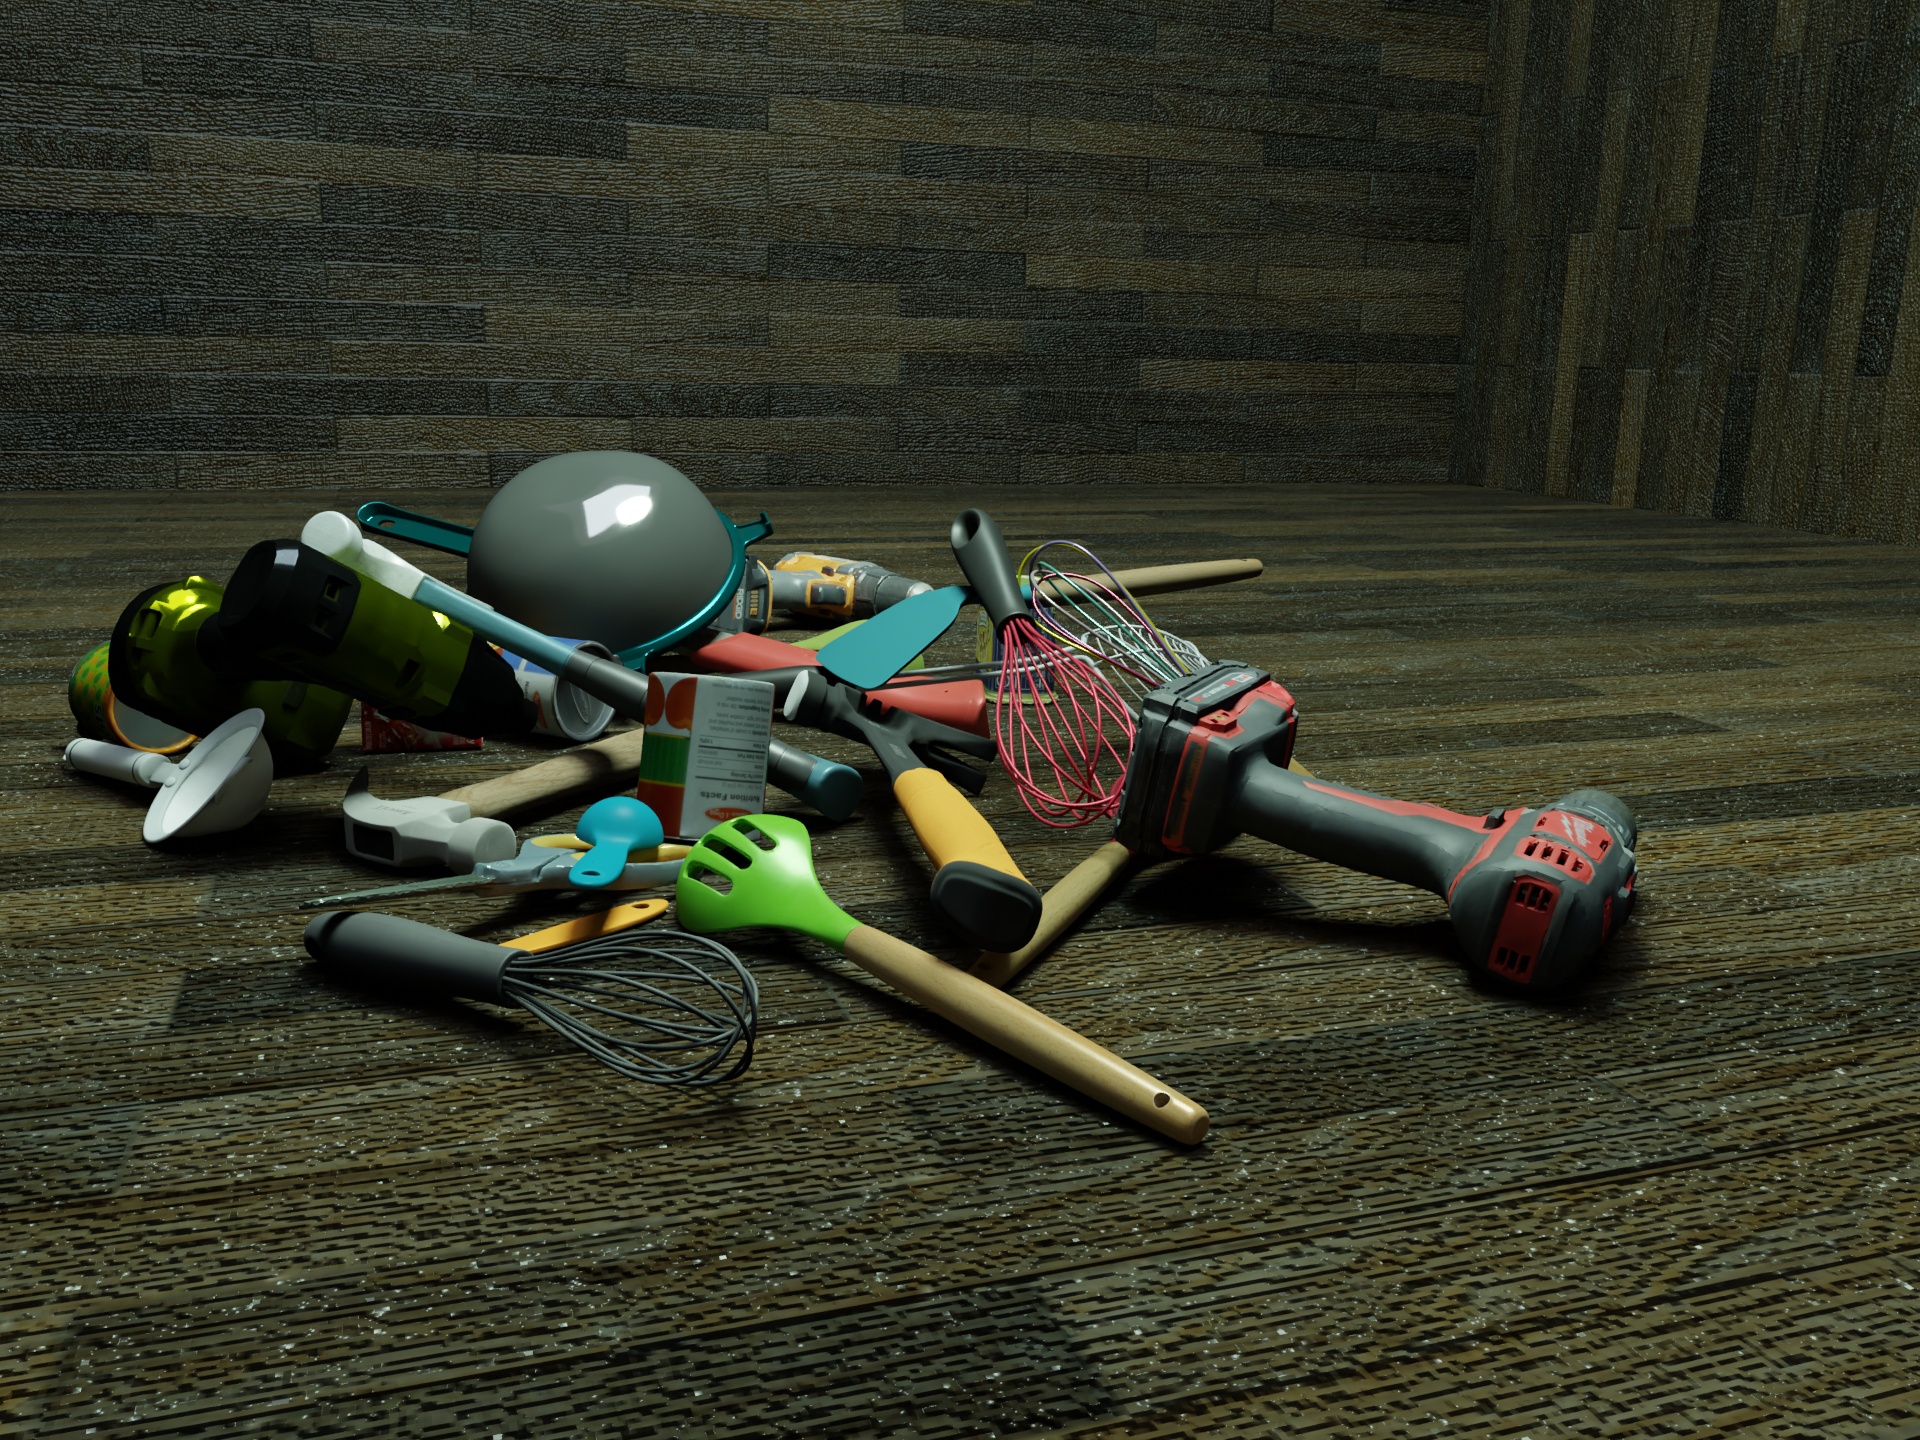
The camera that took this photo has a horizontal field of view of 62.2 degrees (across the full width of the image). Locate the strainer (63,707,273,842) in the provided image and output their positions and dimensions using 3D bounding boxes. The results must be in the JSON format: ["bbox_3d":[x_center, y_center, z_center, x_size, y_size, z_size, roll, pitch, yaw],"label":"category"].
[{"bbox_3d":[-0.439,0.028,0.877,0.258,0.050,0.087,6,56,41],"label":"strainer"}]

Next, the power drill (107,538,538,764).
[{"bbox_3d":[-0.354,-0.028,0.881,0.223,0.080,0.171,-3,-26,41],"label":"power drill"}]

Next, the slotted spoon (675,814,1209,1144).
[{"bbox_3d":[-0.024,0.096,0.637,0.314,0.031,0.070,20,59,45],"label":"slotted spoon"}]

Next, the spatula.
[{"bbox_3d":[0.064,-0.071,1.012,0.317,0.044,0.082,-10,20,-28],"label":"spatula"}]

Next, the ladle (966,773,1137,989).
[{"bbox_3d":[0.068,0.073,0.770,0.069,0.031,0.315,12,18,22],"label":"ladle"}]

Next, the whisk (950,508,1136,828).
[{"bbox_3d":[0.037,-0.040,0.882,0.073,0.073,0.296,-2,36,-14],"label":"whisk"}]

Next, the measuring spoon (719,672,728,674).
[{"bbox_3d":[-0.180,-0.031,1.224,0.124,0.018,0.034,8,5,-2],"label":"measuring spoon"}]

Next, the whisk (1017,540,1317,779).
[{"bbox_3d":[0.123,-0.019,0.923,0.047,0.051,0.245,-41,68,-16],"label":"whisk"}]

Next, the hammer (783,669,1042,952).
[{"bbox_3d":[-0.009,0.041,0.772,0.127,0.034,0.337,21,8,-15],"label":"hammer"}]

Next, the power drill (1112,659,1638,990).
[{"bbox_3d":[0.208,0.043,0.761,0.227,0.080,0.188,20,21,26],"label":"power drill"}]

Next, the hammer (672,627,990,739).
[{"bbox_3d":[-0.145,-0.037,1.117,0.359,0.036,0.149,16,48,24],"label":"hammer"}]

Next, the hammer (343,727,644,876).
[{"bbox_3d":[-0.216,0.027,0.923,0.130,0.031,0.331,8,14,25],"label":"hammer"}]

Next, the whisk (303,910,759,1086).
[{"bbox_3d":[-0.170,0.096,0.602,0.239,0.055,0.055,4,13,32],"label":"whisk"}]

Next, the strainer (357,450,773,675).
[{"bbox_3d":[-0.324,-0.148,1.172,0.340,0.095,0.211,15,48,22],"label":"strainer"}]

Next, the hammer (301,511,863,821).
[{"bbox_3d":[-0.207,-0.025,0.901,0.331,0.033,0.128,25,-9,11],"label":"hammer"}]

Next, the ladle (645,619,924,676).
[{"bbox_3d":[-0.187,-0.031,1.183,0.320,0.062,0.078,-6,13,-3],"label":"ladle"}]

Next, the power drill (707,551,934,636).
[{"bbox_3d":[-0.148,-0.113,1.439,0.185,0.084,0.226,14,14,38],"label":"power drill"}]

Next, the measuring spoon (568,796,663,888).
[{"bbox_3d":[-0.161,0.053,0.727,0.042,0.021,0.129,7,7,-5],"label":"measuring spoon"}]

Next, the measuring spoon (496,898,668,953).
[{"bbox_3d":[-0.176,0.091,0.696,0.021,0.011,0.117,13,18,41],"label":"measuring spoon"}]

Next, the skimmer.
[{"bbox_3d":[-0.002,-0.003,1.004,0.363,0.090,0.127,-5,33,-5],"label":"skimmer"}]
